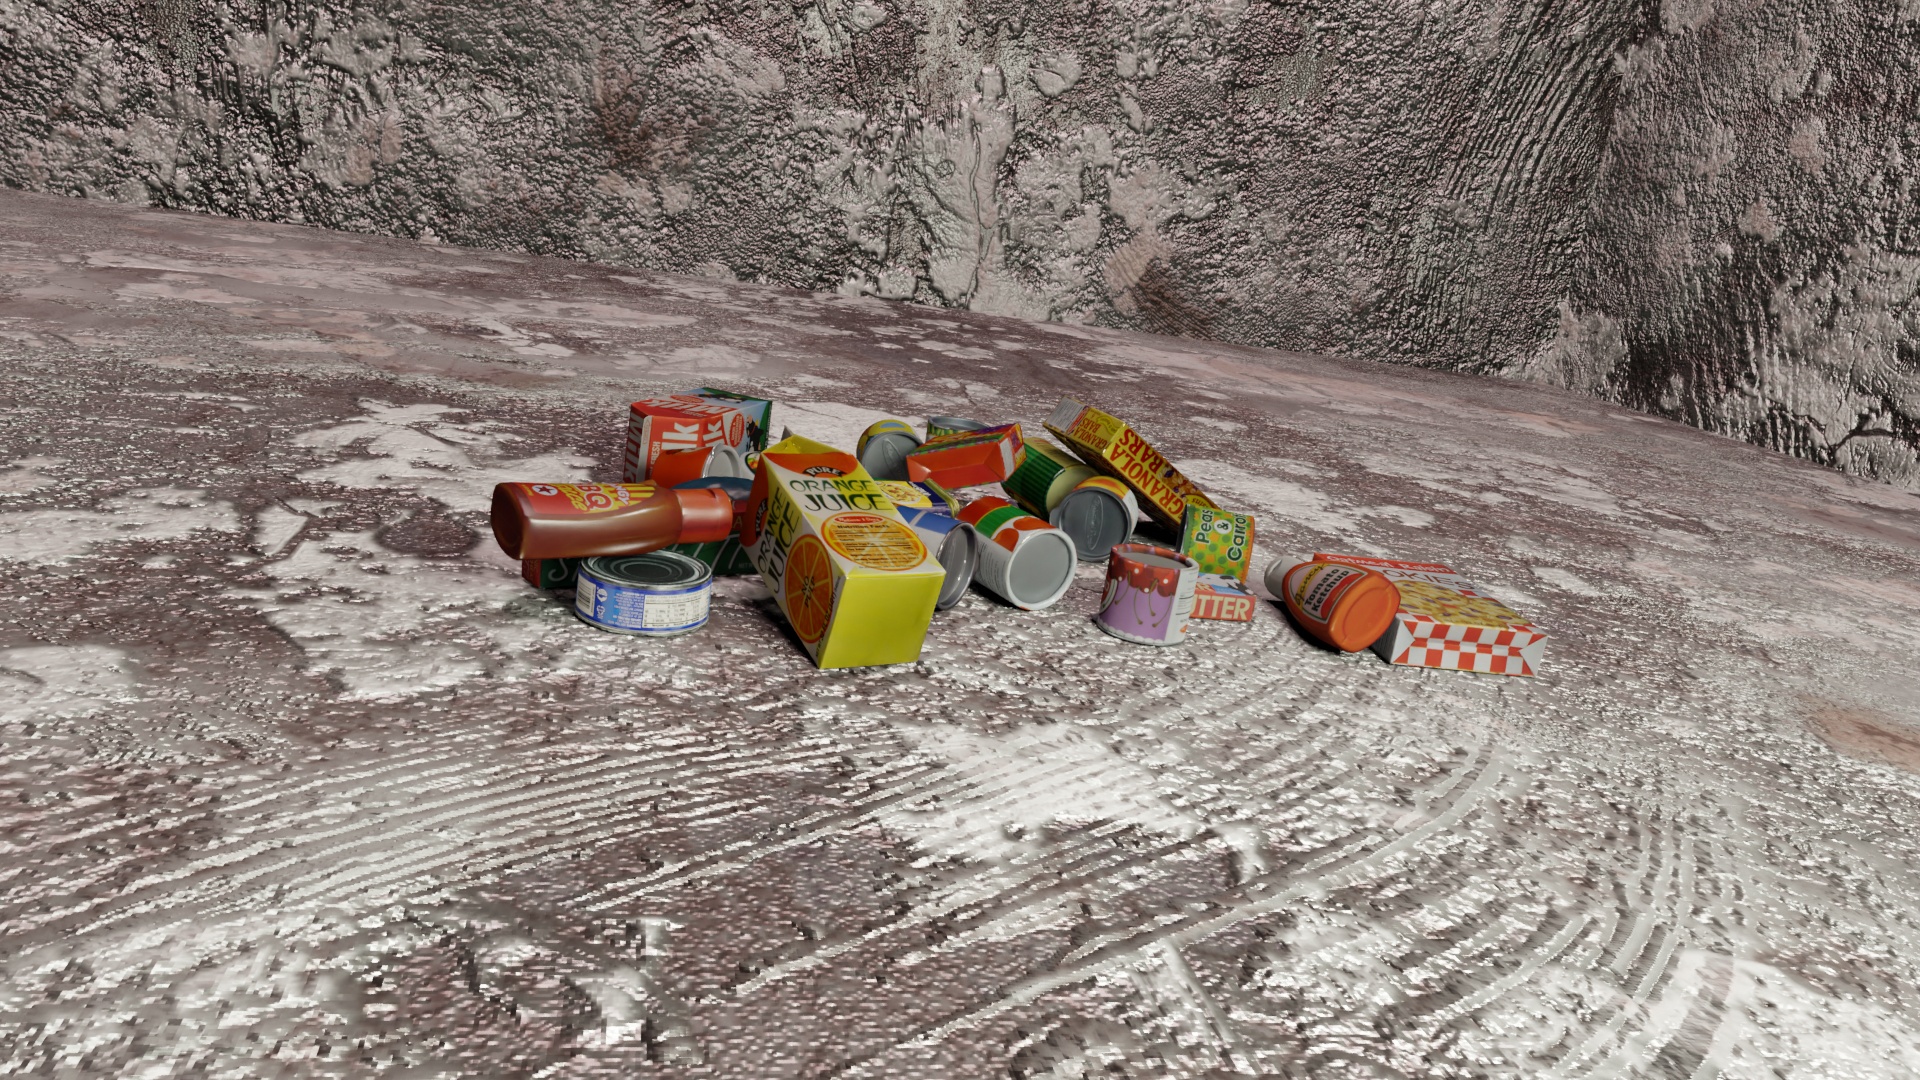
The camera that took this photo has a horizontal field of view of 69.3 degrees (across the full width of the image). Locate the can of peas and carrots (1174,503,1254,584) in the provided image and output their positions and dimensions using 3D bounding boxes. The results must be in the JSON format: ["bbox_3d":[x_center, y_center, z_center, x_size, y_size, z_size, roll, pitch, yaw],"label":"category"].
[{"bbox_3d":[0.212,0.005,1.163,0.059,0.070,0.071,10,15,4],"label":"can of peas and carrots"}]

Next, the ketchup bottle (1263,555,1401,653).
[{"bbox_3d":[0.284,0.043,1.089,0.043,0.065,0.149,40,0,-14],"label":"ketchup bottle"}]

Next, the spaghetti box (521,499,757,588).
[{"bbox_3d":[-0.189,-0.001,0.996,0.251,0.050,0.029,-4,18,-39],"label":"spaghetti box"}]

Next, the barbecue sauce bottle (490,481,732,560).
[{"bbox_3d":[-0.222,-0.014,0.900,0.149,0.043,0.065,-2,26,-38],"label":"barbecue sauce bottle"}]

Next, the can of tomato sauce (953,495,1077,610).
[{"bbox_3d":[0.040,0.008,1.057,0.071,0.071,0.083,-1,18,-33],"label":"can of tomato sauce"}]

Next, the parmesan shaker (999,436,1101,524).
[{"bbox_3d":[0.084,-0.055,1.317,0.071,0.071,0.103,2,17,-23],"label":"parmesan shaker"}]

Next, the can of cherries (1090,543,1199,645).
[{"bbox_3d":[0.134,0.038,1.017,0.071,0.058,0.072,9,15,-2],"label":"can of cherries"}]

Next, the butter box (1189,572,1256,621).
[{"bbox_3d":[0.175,0.041,1.095,0.103,0.024,0.053,6,15,-13],"label":"butter box"}]

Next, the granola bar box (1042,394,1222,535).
[{"bbox_3d":[0.165,-0.060,1.284,0.165,0.039,0.124,38,0,-28],"label":"granola bar box"}]

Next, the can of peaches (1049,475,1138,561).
[{"bbox_3d":[0.117,-0.020,1.210,0.071,0.071,0.058,12,14,11],"label":"can of peaches"}]

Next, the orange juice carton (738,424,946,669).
[{"bbox_3d":[-0.090,-0.001,0.922,0.073,0.071,0.193,-1,33,-32],"label":"orange juice carton"}]

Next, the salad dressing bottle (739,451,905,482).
[{"bbox_3d":[-0.119,-0.043,1.198,0.148,0.043,0.064,8,31,-1],"label":"salad dressing bottle"}]

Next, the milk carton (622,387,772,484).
[{"bbox_3d":[-0.242,-0.088,1.247,0.073,0.072,0.191,13,16,13],"label":"milk carton"}]

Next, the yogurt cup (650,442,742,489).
[{"bbox_3d":[-0.214,-0.045,1.122,0.054,0.072,0.072,5,13,17],"label":"yogurt cup"}]

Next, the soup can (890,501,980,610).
[{"bbox_3d":[-0.038,0.009,1.016,0.084,0.071,0.071,16,16,26],"label":"soup can"}]

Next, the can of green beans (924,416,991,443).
[{"bbox_3d":[-0.005,-0.092,1.422,0.071,0.057,0.071,8,15,-2],"label":"can of green beans"}]

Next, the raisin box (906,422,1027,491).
[{"bbox_3d":[0.008,-0.074,1.253,0.086,0.040,0.124,-10,10,13],"label":"raisin box"}]

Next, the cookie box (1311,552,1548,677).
[{"bbox_3d":[0.368,0.058,1.117,0.123,0.040,0.168,6,16,-11],"label":"cookie box"}]

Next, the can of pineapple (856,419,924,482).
[{"bbox_3d":[-0.066,-0.078,1.322,0.071,0.070,0.058,6,14,-11],"label":"can of pineapple"}]

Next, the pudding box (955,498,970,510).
[{"bbox_3d":[0.004,-0.015,1.195,0.084,0.030,0.050,13,14,14],"label":"pudding box"}]
